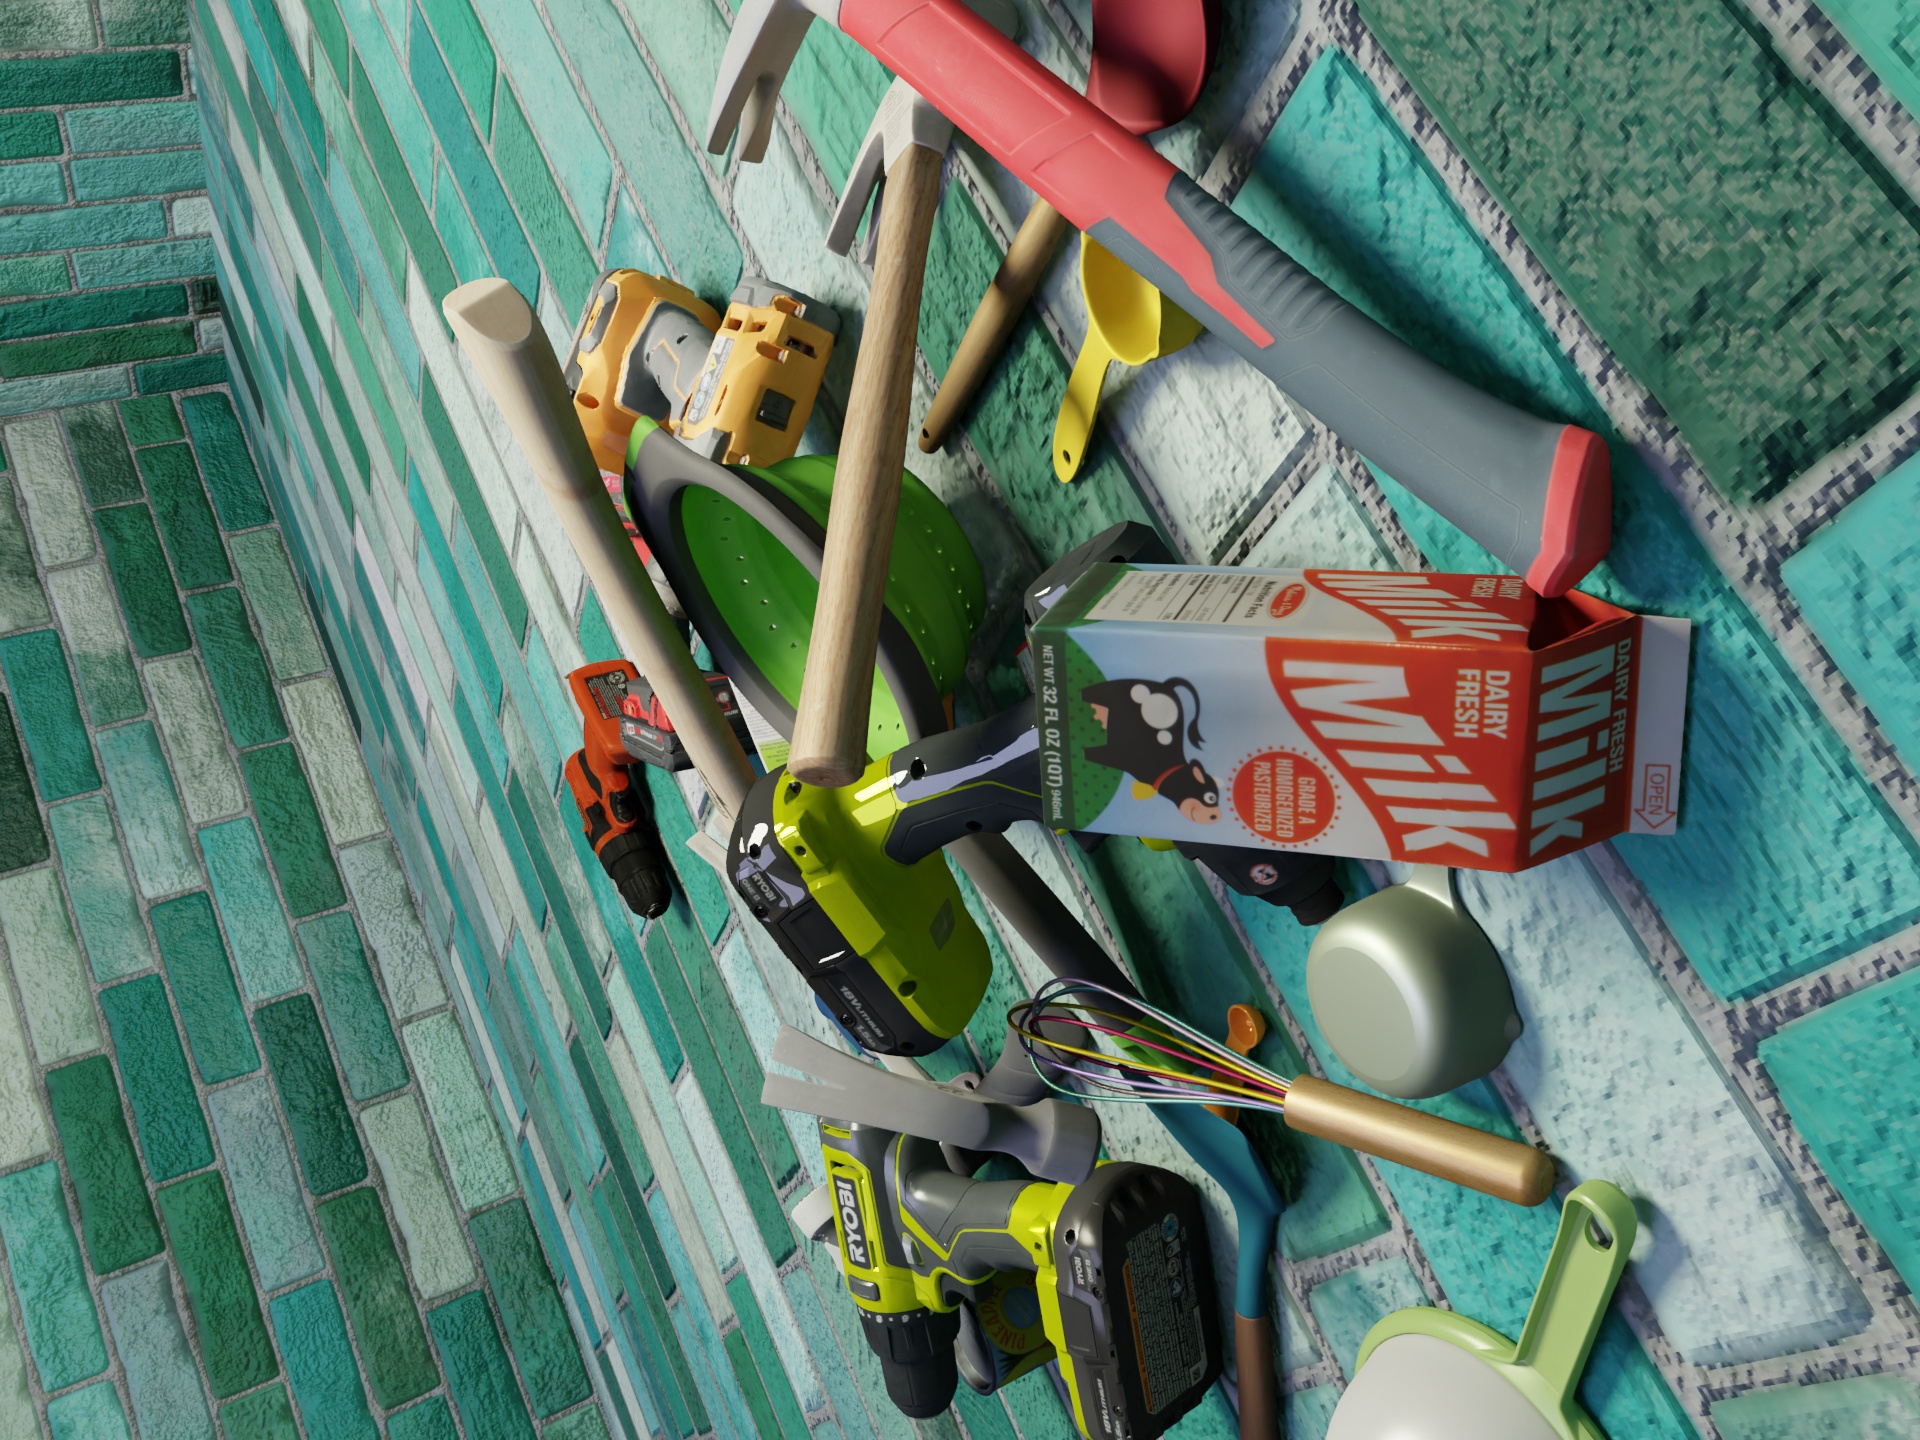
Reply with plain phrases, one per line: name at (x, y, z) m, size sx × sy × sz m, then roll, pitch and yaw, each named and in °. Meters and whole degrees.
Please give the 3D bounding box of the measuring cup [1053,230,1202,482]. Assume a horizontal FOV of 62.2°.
measuring cup at (0.065, -0.145, 0.646) m, size 0.062 × 0.029 × 0.156 m, roll 63°, pitch 162°, yaw 19°

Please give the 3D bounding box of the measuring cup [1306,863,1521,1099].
measuring cup at (0.156, 0.061, 0.566) m, size 0.083 × 0.038 × 0.167 m, roll 29°, pitch 131°, yaw 53°

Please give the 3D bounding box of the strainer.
strainer at (0.191, 0.269, 0.586) m, size 0.152 × 0.069 × 0.256 m, roll 43°, pitch 141°, yaw 44°

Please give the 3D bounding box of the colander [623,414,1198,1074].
colander at (-0.001, -0.002, 0.771) m, size 0.397 × 0.094 × 0.204 m, roll 49°, pitch 158°, yaw 3°

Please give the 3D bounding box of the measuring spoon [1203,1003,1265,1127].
measuring spoon at (0.123, 0.168, 0.721) m, size 0.021 × 0.011 × 0.116 m, roll 48°, pitch 147°, yaw 40°

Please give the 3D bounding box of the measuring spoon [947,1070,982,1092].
measuring spoon at (-0.009, 0.245, 1.000) m, size 0.034 × 0.018 × 0.124 m, roll 51°, pitch 140°, yaw 14°

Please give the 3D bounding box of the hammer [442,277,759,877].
hammer at (-0.166, -0.044, 0.841) m, size 0.146 × 0.038 × 0.410 m, roll 27°, pitch 149°, yaw 43°

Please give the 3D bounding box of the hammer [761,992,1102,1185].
hammer at (-0.046, 0.174, 0.860) m, size 0.405 × 0.144 × 0.035 m, roll 166°, pitch 120°, yaw -79°

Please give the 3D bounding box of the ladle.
ladle at (0.033, -0.200, 0.662) m, size 0.069 × 0.031 × 0.315 m, roll 61°, pitch 152°, yaw 13°

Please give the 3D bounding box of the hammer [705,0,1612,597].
hammer at (0.052, -0.163, 0.546) m, size 0.387 × 0.038 × 0.143 m, roll 47°, pitch 122°, yaw 23°

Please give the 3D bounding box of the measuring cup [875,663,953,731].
measuring cup at (-0.059, -0.049, 0.882) m, size 0.095 × 0.052 × 0.173 m, roll -3°, pitch 104°, yaw 62°

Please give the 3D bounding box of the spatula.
spatula at (0.129, 0.301, 0.745) m, size 0.082 × 0.044 × 0.317 m, roll 19°, pitch 122°, yaw 52°

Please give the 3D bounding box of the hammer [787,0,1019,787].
hammer at (-0.034, -0.133, 0.654) m, size 0.130 × 0.031 × 0.331 m, roll -29°, pitch 50°, yaw 60°

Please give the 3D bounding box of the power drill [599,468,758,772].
power drill at (-0.196, -0.083, 1.095) m, size 0.143 × 0.078 × 0.219 m, roll 12°, pitch 113°, yaw 58°

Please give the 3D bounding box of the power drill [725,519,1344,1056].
power drill at (0.030, 0.045, 0.643) m, size 0.223 × 0.080 × 0.171 m, roll -30°, pitch 102°, yaw 30°

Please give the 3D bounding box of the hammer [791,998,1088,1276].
hammer at (-0.006, 0.281, 0.973) m, size 0.149 × 0.036 × 0.408 m, roll 47°, pitch 142°, yaw 17°

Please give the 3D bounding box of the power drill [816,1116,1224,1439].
power drill at (0.021, 0.298, 0.838) m, size 0.228 × 0.080 × 0.190 m, roll -2°, pitch 100°, yaw 46°

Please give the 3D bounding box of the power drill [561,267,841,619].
power drill at (-0.165, -0.167, 0.920) m, size 0.226 × 0.084 × 0.185 m, roll 29°, pitch 99°, yaw 52°

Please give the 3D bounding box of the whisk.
whisk at (0.114, 0.148, 0.636) m, size 0.245 × 0.047 × 0.051 m, roll 10°, pitch 72°, yaw 43°
